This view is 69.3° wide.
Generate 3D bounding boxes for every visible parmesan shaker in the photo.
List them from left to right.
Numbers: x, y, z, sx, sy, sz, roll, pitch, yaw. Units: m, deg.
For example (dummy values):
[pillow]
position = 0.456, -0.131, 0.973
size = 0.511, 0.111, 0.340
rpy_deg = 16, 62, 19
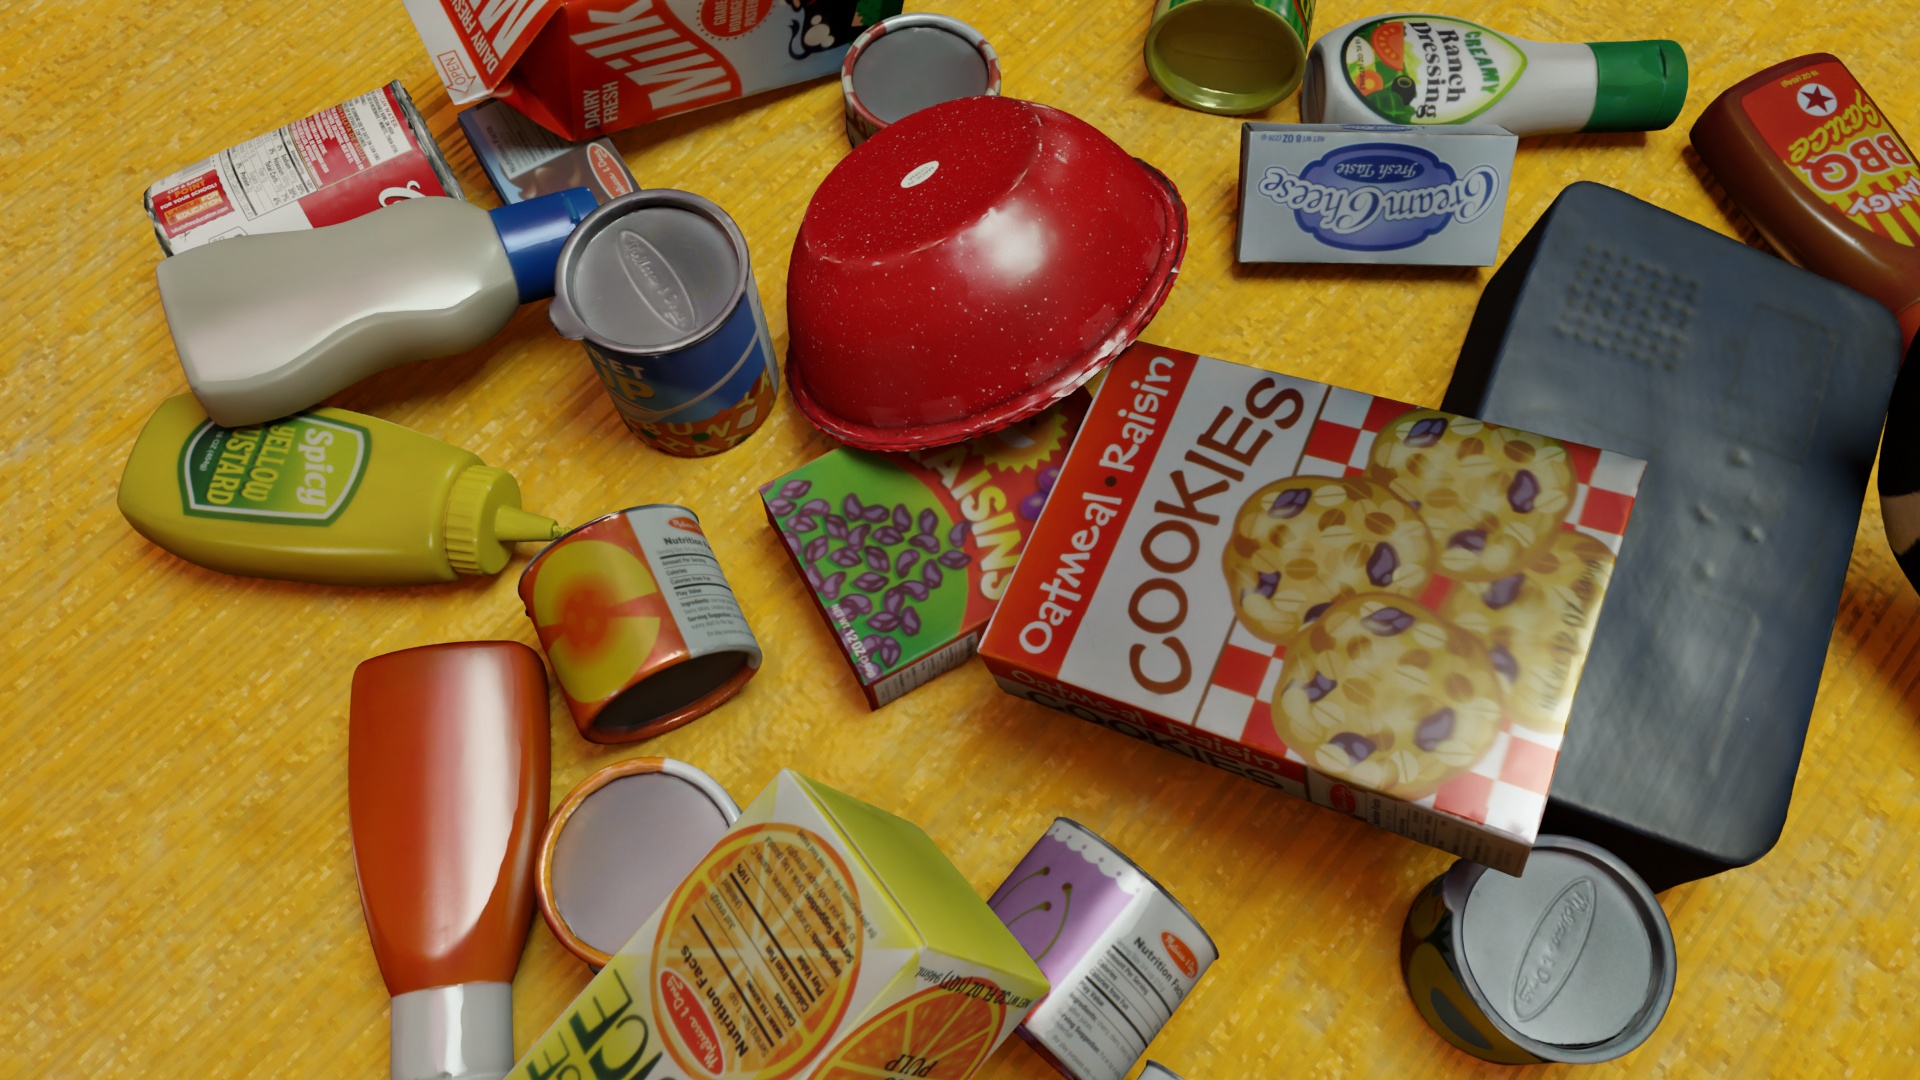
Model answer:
[parmesan shaker]
position = 0.119, -0.243, 0.582
size = 0.071, 0.071, 0.103
rpy_deg = 12, 69, 5

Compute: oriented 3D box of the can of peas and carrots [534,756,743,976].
[can of peas and carrots]
position = -0.098, 0.109, 0.446
size = 0.071, 0.058, 0.071
rpy_deg = 0, 68, 0

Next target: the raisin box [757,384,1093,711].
[raisin box]
position = 0.002, -0.006, 0.504
size = 0.123, 0.040, 0.086
rpy_deg = -28, 71, -10

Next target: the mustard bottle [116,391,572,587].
[mustard bottle]
position = -0.213, -0.014, 0.501
size = 0.160, 0.048, 0.065
rpy_deg = 8, 66, 3

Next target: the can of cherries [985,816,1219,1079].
[can of cherries]
position = 0.036, 0.130, 0.436
size = 0.071, 0.071, 0.058
rpy_deg = 39, 74, 14

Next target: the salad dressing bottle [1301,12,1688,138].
[salad dressing bottle]
position = 0.219, -0.186, 0.574
size = 0.148, 0.044, 0.064
rpy_deg = -2, 74, -1

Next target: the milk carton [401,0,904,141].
[milk carton]
position = -0.119, -0.220, 0.551
size = 0.191, 0.073, 0.072
rpy_deg = -23, 69, -23

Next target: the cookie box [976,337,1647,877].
[cookie box]
position = 0.106, 0.013, 0.431
size = 0.167, 0.040, 0.123
rpy_deg = 17, 69, 23

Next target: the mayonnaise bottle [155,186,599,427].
[mayonnaise bottle]
position = -0.201, -0.091, 0.499
size = 0.148, 0.041, 0.065
rpy_deg = -20, 71, -18

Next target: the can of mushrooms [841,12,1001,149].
[can of mushrooms]
position = -0.016, -0.183, 0.579
size = 0.071, 0.033, 0.071
rpy_deg = 0, 68, -1

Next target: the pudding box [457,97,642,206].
[pudding box]
position = -0.164, -0.147, 0.566
size = 0.050, 0.030, 0.084
rpy_deg = -30, 71, -12

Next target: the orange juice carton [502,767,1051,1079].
[orange juice carton]
position = -0.074, 0.164, 0.390
size = 0.192, 0.071, 0.073
rpy_deg = -48, 51, 2

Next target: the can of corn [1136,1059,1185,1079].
[can of corn]
position = 0.067, 0.199, 0.407
size = 0.071, 0.071, 0.058
rpy_deg = 36, 73, 14

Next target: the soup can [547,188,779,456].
[soup can]
position = -0.106, -0.076, 0.508
size = 0.071, 0.083, 0.071
rpy_deg = 0, 68, 0

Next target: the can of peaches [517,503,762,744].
[can of peaches]
position = -0.111, 0.031, 0.475
size = 0.071, 0.071, 0.058
rpy_deg = -26, 71, -10

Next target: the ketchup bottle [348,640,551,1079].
[ketchup bottle]
position = -0.166, 0.109, 0.454
size = 0.065, 0.043, 0.149
rpy_deg = -8, 68, -2

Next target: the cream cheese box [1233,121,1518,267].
[cream cheese box]
position = 0.162, -0.136, 0.549
size = 0.104, 0.053, 0.024
rpy_deg = 1, 24, 0

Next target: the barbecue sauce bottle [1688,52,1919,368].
[barbecue sauce bottle]
position = 0.357, -0.121, 0.548
size = 0.065, 0.043, 0.149
rpy_deg = -21, 70, -9

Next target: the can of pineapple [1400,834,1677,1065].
[can of pineapple]
position = 0.178, 0.129, 0.438
size = 0.071, 0.057, 0.071
rpy_deg = 0, 68, 0
